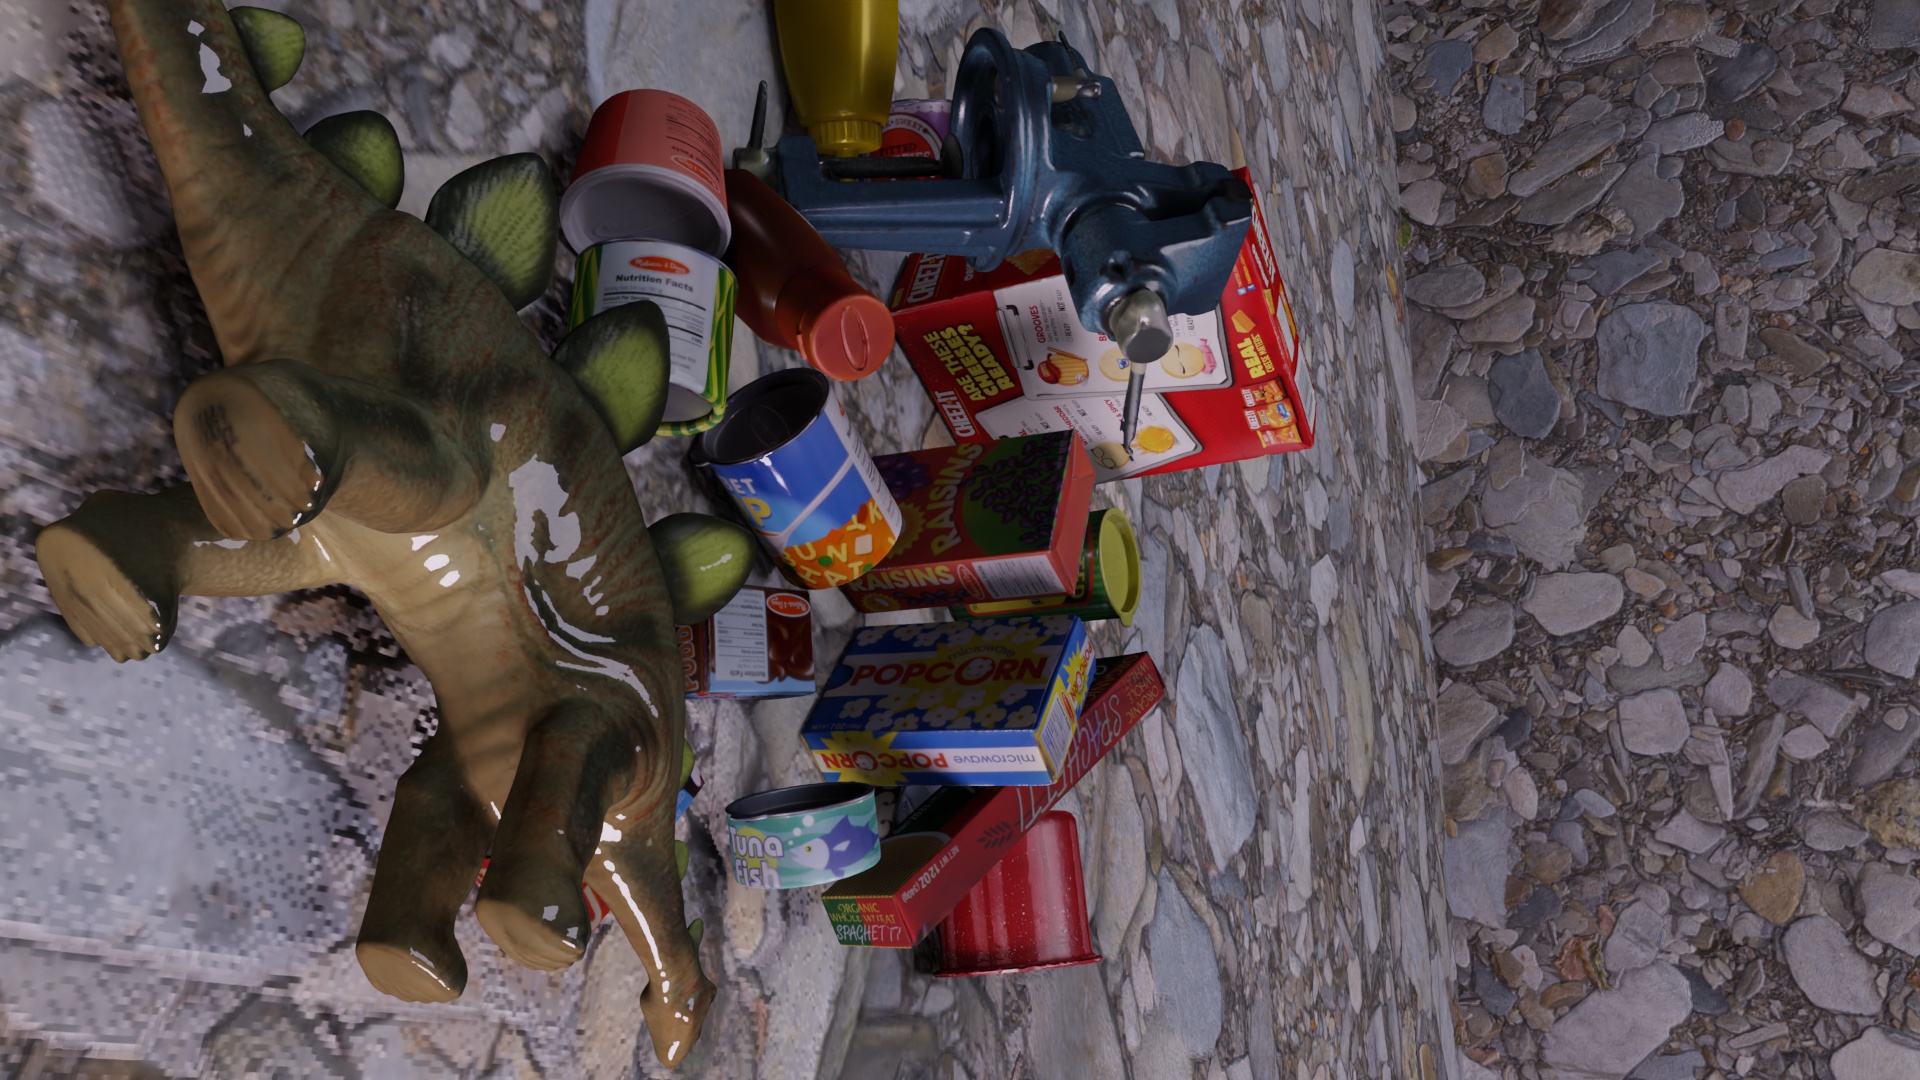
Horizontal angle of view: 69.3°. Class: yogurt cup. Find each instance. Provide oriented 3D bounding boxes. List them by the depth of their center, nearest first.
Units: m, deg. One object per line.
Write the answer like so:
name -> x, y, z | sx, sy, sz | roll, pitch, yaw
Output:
yogurt cup -> -0.128, -0.148, 0.576 | 0.072, 0.072, 0.054 | 44, 37, -52

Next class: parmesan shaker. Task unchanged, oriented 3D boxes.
parmesan shaker -> 0.050, 0.022, 0.839 | 0.071, 0.103, 0.071 | 29, 57, -58

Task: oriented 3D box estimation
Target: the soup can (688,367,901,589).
soup can -> -0.076, -0.027, 0.648 | 0.083, 0.071, 0.072 | 62, 32, -36

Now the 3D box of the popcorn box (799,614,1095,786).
popcorn box -> -0.004, 0.079, 0.689 | 0.085, 0.126, 0.038 | -64, 141, -49

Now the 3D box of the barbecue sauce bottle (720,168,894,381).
barbecue sauce bottle -> -0.075, -0.111, 0.593 | 0.149, 0.044, 0.064 | 45, -29, 51

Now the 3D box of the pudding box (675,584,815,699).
pudding box -> -0.099, 0.046, 0.616 | 0.084, 0.030, 0.050 | 12, 71, -62

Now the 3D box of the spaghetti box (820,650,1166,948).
spaghetti box -> 0.027, 0.124, 0.715 | 0.251, 0.050, 0.028 | -34, 106, -47

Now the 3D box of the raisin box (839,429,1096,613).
raisin box -> 0.003, -0.009, 0.730 | 0.040, 0.123, 0.086 | 58, 35, -43

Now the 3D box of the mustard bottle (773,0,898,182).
mustard bottle -> -0.065, -0.258, 0.739 | 0.049, 0.065, 0.160 | -11, 100, -59

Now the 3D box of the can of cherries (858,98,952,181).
can of cherries -> -0.028, -0.214, 0.791 | 0.071, 0.071, 0.058 | -15, 98, -64

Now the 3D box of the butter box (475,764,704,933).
butter box -> -0.139, 0.105, 0.525 | 0.053, 0.024, 0.104 | 69, 29, -23

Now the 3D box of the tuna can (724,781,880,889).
tuna can -> -0.070, 0.129, 0.610 | 0.071, 0.071, 0.033 | -7, 90, -64

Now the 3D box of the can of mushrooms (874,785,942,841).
can of mushrooms -> -0.032, 0.153, 0.717 | 0.071, 0.033, 0.071 | 27, 60, -60

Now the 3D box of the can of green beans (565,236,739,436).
can of green beans -> -0.125, -0.080, 0.559 | 0.071, 0.071, 0.058 | 33, 55, -57
